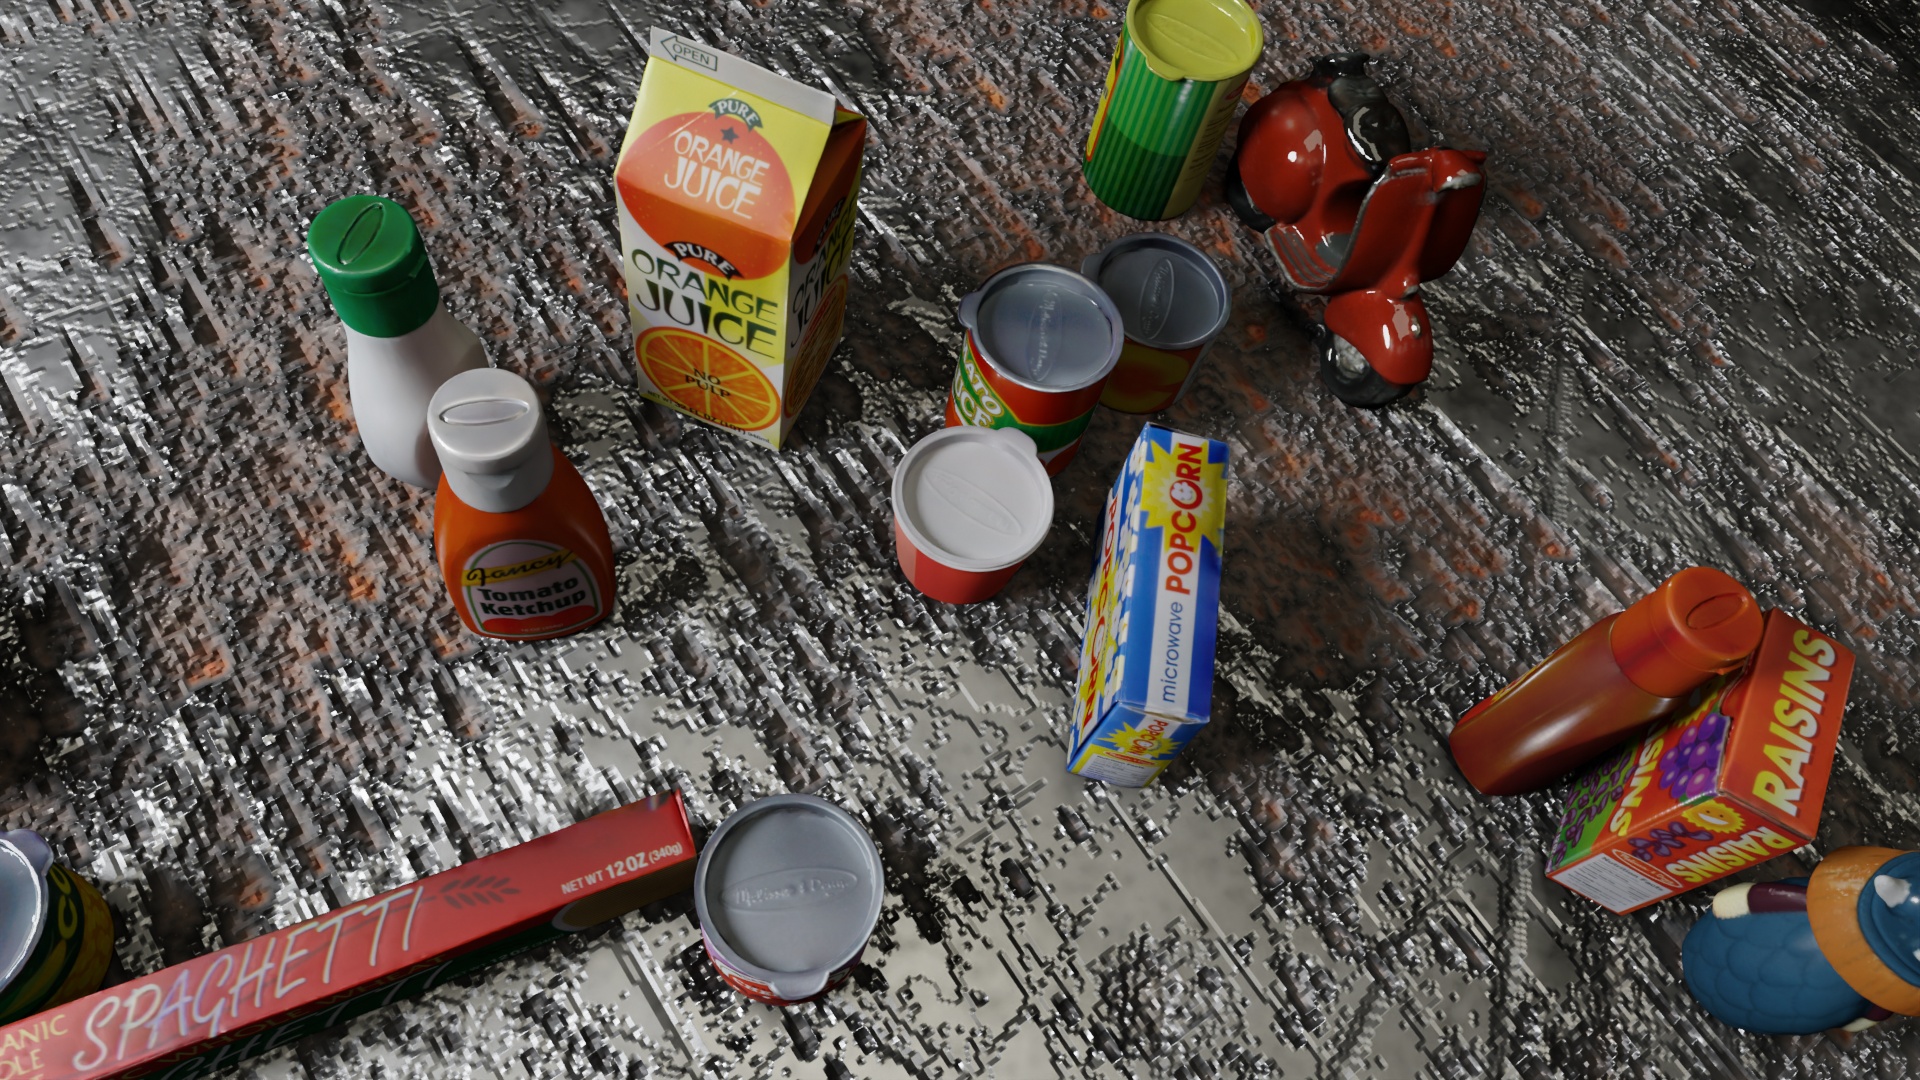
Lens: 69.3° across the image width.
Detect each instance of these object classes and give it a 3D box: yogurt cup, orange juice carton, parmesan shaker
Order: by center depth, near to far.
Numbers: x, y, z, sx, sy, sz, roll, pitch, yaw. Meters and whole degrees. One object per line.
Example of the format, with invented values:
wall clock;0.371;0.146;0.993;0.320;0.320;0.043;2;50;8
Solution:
orange juice carton;-0.088;-0.123;0.563;0.072;0.191;0.073;22;62;3
yogurt cup;0.002;-0.007;0.596;0.072;0.053;0.072;4;63;-7
parmesan shaker;0.101;-0.215;0.692;0.071;0.102;0.071;4;63;-7

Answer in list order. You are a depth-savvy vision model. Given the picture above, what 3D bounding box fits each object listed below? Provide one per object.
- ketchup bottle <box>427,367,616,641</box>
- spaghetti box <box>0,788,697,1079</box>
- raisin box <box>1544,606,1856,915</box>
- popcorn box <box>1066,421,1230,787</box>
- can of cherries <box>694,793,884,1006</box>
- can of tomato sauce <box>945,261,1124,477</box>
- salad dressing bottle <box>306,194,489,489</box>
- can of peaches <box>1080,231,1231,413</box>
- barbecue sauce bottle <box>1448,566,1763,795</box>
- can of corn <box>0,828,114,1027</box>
ketchup bottle;-0.166;-0.010;0.517;0.065;0.148;0.044;-8;65;-13
spaghetti box;-0.214;0.147;0.483;0.251;0.050;0.029;-18;68;-17
raisin box;0.290;0.091;0.553;0.040;0.122;0.086;30;63;7
popcorn box;0.077;0.028;0.572;0.038;0.084;0.127;12;62;-3
can of cherries;-0.063;0.135;0.509;0.071;0.058;0.072;4;63;-7
can of tomato sauce;0.029;-0.072;0.617;0.071;0.082;0.071;4;63;-7
salad dressing bottle;-0.215;-0.073;0.542;0.044;0.147;0.064;18;62;0
can of peaches;0.085;-0.103;0.656;0.071;0.057;0.071;4;63;-7
barbecue sauce bottle;0.254;0.058;0.550;0.065;0.147;0.044;-19;68;-18
can of corn;-0.329;0.133;0.467;0.071;0.058;0.071;4;63;-7
